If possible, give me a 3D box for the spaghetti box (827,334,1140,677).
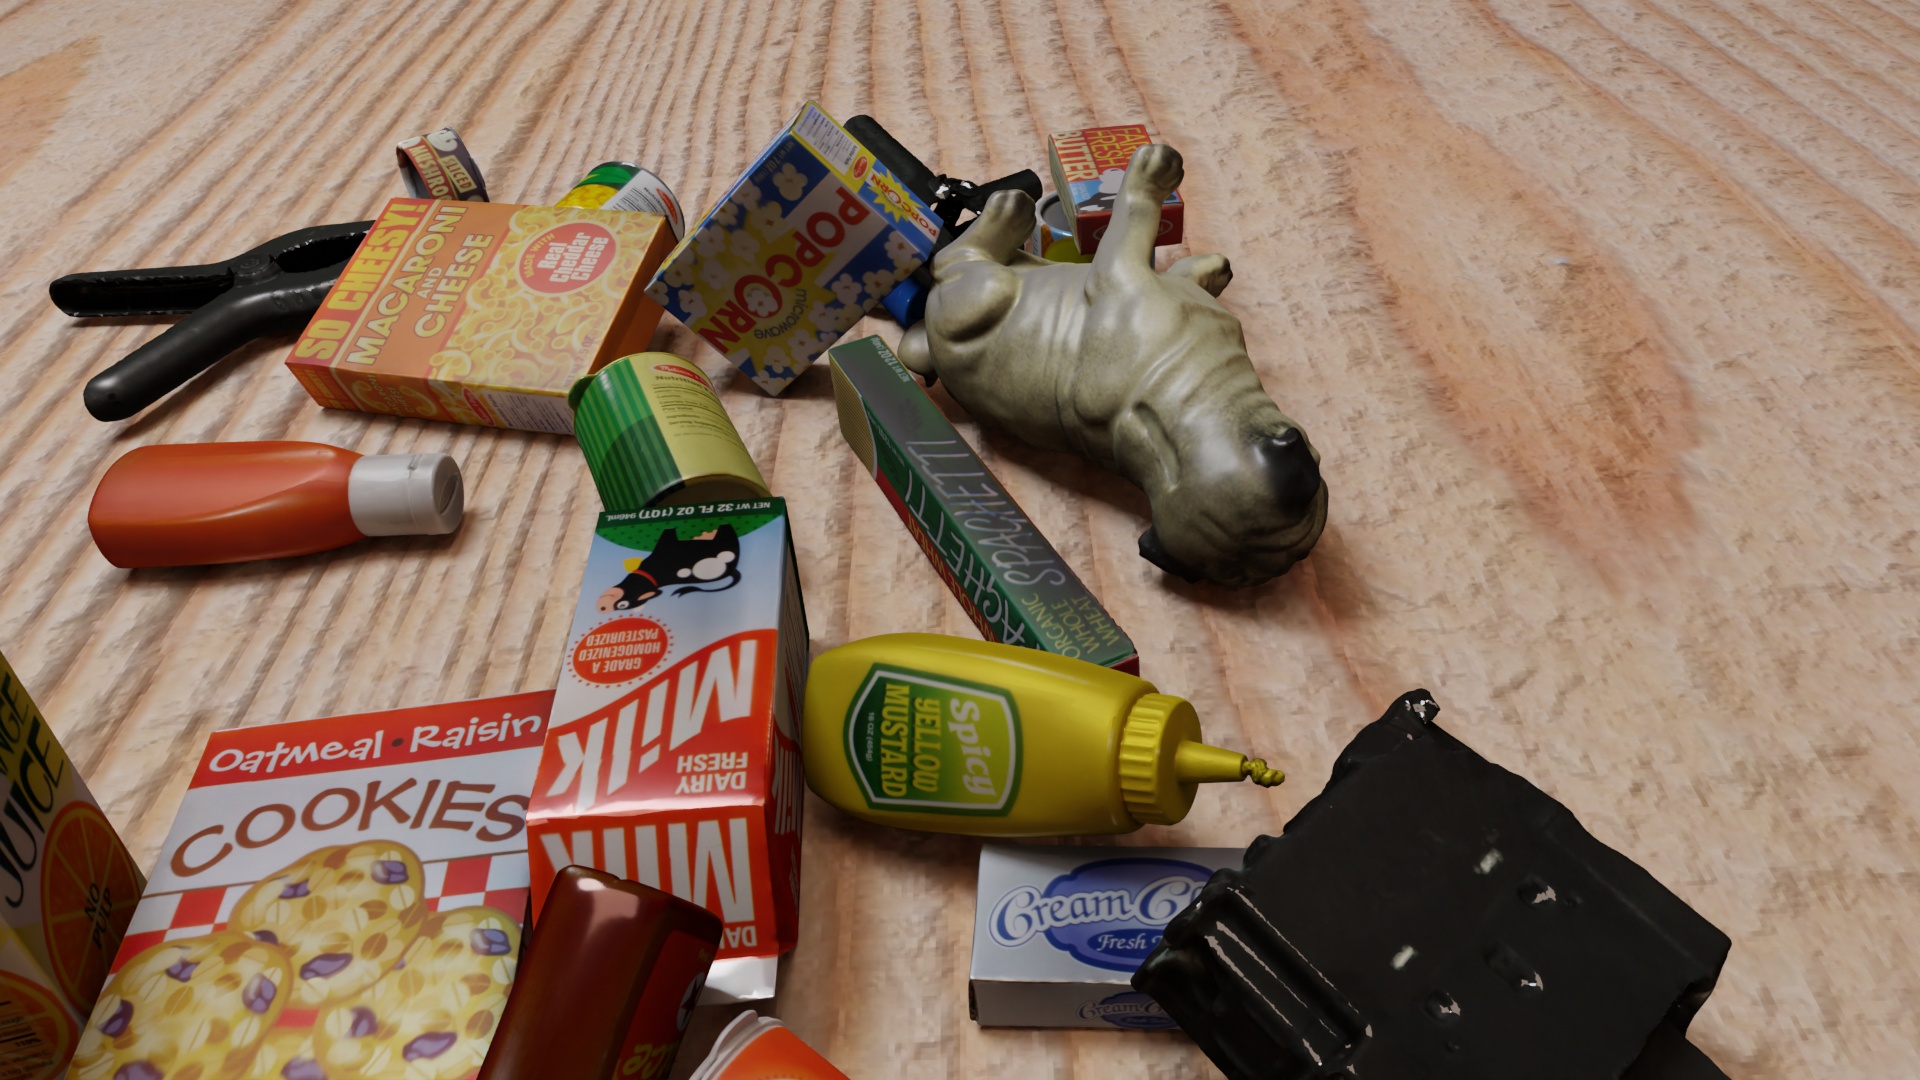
[{"bbox_3d":[0.002,-0.007,0.572,0.029,0.050,0.251,-20,41,-15],"label":"spaghetti box"}]

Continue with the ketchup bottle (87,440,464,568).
[{"bbox_3d":[-0.302,-0.019,0.622,0.149,0.043,0.065,-2,39,3],"label":"ketchup bottle"}]

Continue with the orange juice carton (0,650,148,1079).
[{"bbox_3d":[-0.302,0.076,0.383,0.073,0.191,0.072,-13,38,-11],"label":"orange juice carton"}]

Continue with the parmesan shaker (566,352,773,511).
[{"bbox_3d":[-0.126,-0.029,0.597,0.071,0.071,0.103,-17,41,-15],"label":"parmesan shaker"}]

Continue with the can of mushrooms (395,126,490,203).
[{"bbox_3d":[-0.317,-0.218,0.854,0.033,0.070,0.071,-27,44,-25],"label":"can of mushrooms"}]

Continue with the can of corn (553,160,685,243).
[{"bbox_3d":[-0.200,-0.171,0.788,0.071,0.070,0.058,7,40,14],"label":"can of corn"}]

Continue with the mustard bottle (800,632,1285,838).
[{"bbox_3d":[0.024,0.064,0.445,0.160,0.065,0.049,1,1,30],"label":"mustard bottle"}]

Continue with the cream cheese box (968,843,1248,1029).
[{"bbox_3d":[0.056,0.121,0.426,0.104,0.024,0.054,0,37,5],"label":"cream cheese box"}]

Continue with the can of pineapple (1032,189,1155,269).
[{"bbox_3d":[0.073,-0.150,0.738,0.071,0.057,0.071,-3,38,2],"label":"can of pineapple"}]

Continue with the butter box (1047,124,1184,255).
[{"bbox_3d":[0.078,-0.181,0.709,0.053,0.024,0.104,-6,38,-2],"label":"butter box"}]

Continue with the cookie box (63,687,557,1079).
[{"bbox_3d":[-0.191,0.124,0.434,0.123,0.040,0.168,-7,39,-3],"label":"cookie box"}]

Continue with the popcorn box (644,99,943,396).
[{"bbox_3d":[-0.081,-0.136,0.666,0.126,0.085,0.038,-35,25,37],"label":"popcorn box"}]

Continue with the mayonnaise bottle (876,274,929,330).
[{"bbox_3d":[-0.046,-0.160,0.776,0.065,0.041,0.148,-16,40,-22],"label":"mayonnaise bottle"}]

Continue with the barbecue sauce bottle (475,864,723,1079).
[{"bbox_3d":[-0.103,0.158,0.336,0.044,0.064,0.149,15,68,8],"label":"barbecue sauce bottle"}]

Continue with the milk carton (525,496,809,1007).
[{"bbox_3d":[-0.092,0.072,0.463,0.072,0.073,0.191,-5,39,-1],"label":"milk carton"}]

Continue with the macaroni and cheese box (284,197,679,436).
[{"bbox_3d":[-0.242,-0.118,0.719,0.166,0.040,0.124,7,58,15],"label":"macaroni and cheese box"}]

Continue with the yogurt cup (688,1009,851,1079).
[{"bbox_3d":[-0.044,0.164,0.351,0.054,0.072,0.073,23,46,19],"label":"yogurt cup"}]
